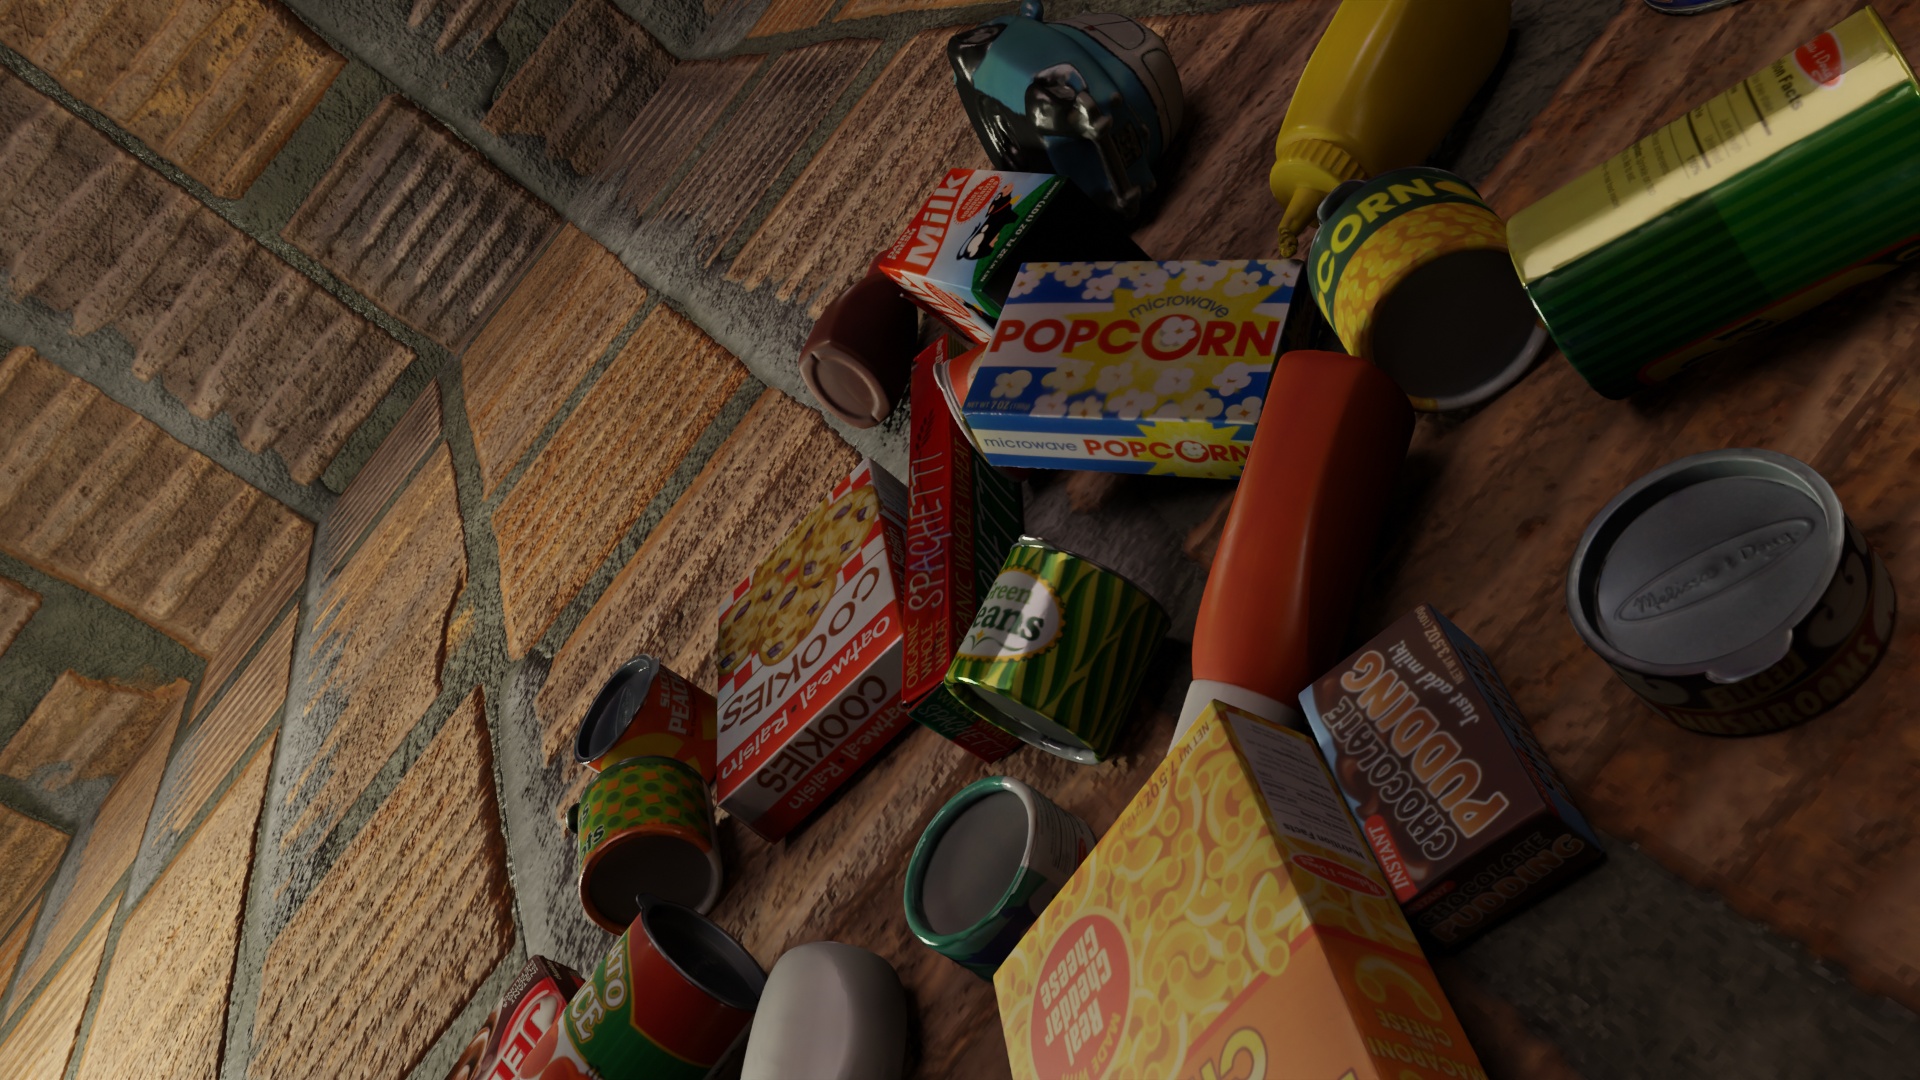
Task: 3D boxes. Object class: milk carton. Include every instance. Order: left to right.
[{"bbox_3d":[0.019,-0.150,0.752,0.072,0.073,0.191,-53,27,-1],"label":"milk carton"}]

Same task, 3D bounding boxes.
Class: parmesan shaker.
[{"bbox_3d":[0.219,-0.092,0.394,0.102,0.071,0.072,-31,34,36],"label":"parmesan shaker"}]

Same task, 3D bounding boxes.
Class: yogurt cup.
[{"bbox_3d":[0.031,-0.069,0.651,0.054,0.072,0.073,-32,33,19],"label":"yogurt cup"}]

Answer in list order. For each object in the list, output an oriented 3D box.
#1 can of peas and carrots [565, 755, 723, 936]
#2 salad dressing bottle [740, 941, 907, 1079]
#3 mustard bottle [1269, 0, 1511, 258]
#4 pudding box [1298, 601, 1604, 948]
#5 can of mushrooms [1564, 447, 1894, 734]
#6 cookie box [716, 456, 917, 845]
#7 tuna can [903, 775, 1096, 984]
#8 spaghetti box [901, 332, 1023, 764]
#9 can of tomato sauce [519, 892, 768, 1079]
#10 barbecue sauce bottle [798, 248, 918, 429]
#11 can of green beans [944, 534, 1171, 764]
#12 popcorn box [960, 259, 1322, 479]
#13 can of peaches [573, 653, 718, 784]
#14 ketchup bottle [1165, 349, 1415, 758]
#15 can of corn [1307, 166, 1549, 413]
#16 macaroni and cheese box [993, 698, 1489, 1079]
[{"bbox_3d":[-0.151,0.146,0.662,0.071,0.071,0.059,-47,29,9],"label":"can of peas and carrots"},{"bbox_3d":[-0.052,0.212,0.466,0.064,0.044,0.148,-29,36,33],"label":"salad dressing bottle"},{"bbox_3d":[0.165,-0.175,0.562,0.161,0.065,0.049,-54,24,-17],"label":"mustard bottle"},{"bbox_3d":[0.131,0.062,0.381,0.049,0.030,0.084,-42,29,22],"label":"pudding box"},{"bbox_3d":[0.190,0.014,0.345,0.071,0.033,0.071,-36,31,26],"label":"can of mushrooms"},{"bbox_3d":[-0.065,0.048,0.682,0.122,0.040,0.168,-44,28,16],"label":"cookie box"},{"bbox_3d":[0.012,0.120,0.489,0.071,0.033,0.071,-36,31,27],"label":"tuna can"},{"bbox_3d":[0.002,-0.008,0.635,0.028,0.050,0.251,-38,31,27],"label":"spaghetti box"},{"bbox_3d":[-0.129,0.199,0.566,0.083,0.071,0.071,-52,28,1],"label":"can of tomato sauce"},{"bbox_3d":[-0.053,-0.132,0.856,0.043,0.064,0.149,-31,25,30],"label":"barbecue sauce bottle"},{"bbox_3d":[0.035,0.042,0.510,0.071,0.071,0.058,1,58,57],"label":"can of green beans"},{"bbox_3d":[0.073,-0.071,0.563,0.126,0.038,0.085,5,57,28],"label":"popcorn box"},{"bbox_3d":[-0.161,0.102,0.742,0.071,0.058,0.071,-37,31,26],"label":"can of peaches"},{"bbox_3d":[0.104,0.017,0.446,0.043,0.064,0.149,12,74,36],"label":"ketchup bottle"},{"bbox_3d":[0.157,-0.087,0.473,0.071,0.071,0.058,-40,31,21],"label":"can of corn"},{"bbox_3d":[0.065,0.141,0.346,0.123,0.040,0.167,-57,23,24],"label":"macaroni and cheese box"}]
